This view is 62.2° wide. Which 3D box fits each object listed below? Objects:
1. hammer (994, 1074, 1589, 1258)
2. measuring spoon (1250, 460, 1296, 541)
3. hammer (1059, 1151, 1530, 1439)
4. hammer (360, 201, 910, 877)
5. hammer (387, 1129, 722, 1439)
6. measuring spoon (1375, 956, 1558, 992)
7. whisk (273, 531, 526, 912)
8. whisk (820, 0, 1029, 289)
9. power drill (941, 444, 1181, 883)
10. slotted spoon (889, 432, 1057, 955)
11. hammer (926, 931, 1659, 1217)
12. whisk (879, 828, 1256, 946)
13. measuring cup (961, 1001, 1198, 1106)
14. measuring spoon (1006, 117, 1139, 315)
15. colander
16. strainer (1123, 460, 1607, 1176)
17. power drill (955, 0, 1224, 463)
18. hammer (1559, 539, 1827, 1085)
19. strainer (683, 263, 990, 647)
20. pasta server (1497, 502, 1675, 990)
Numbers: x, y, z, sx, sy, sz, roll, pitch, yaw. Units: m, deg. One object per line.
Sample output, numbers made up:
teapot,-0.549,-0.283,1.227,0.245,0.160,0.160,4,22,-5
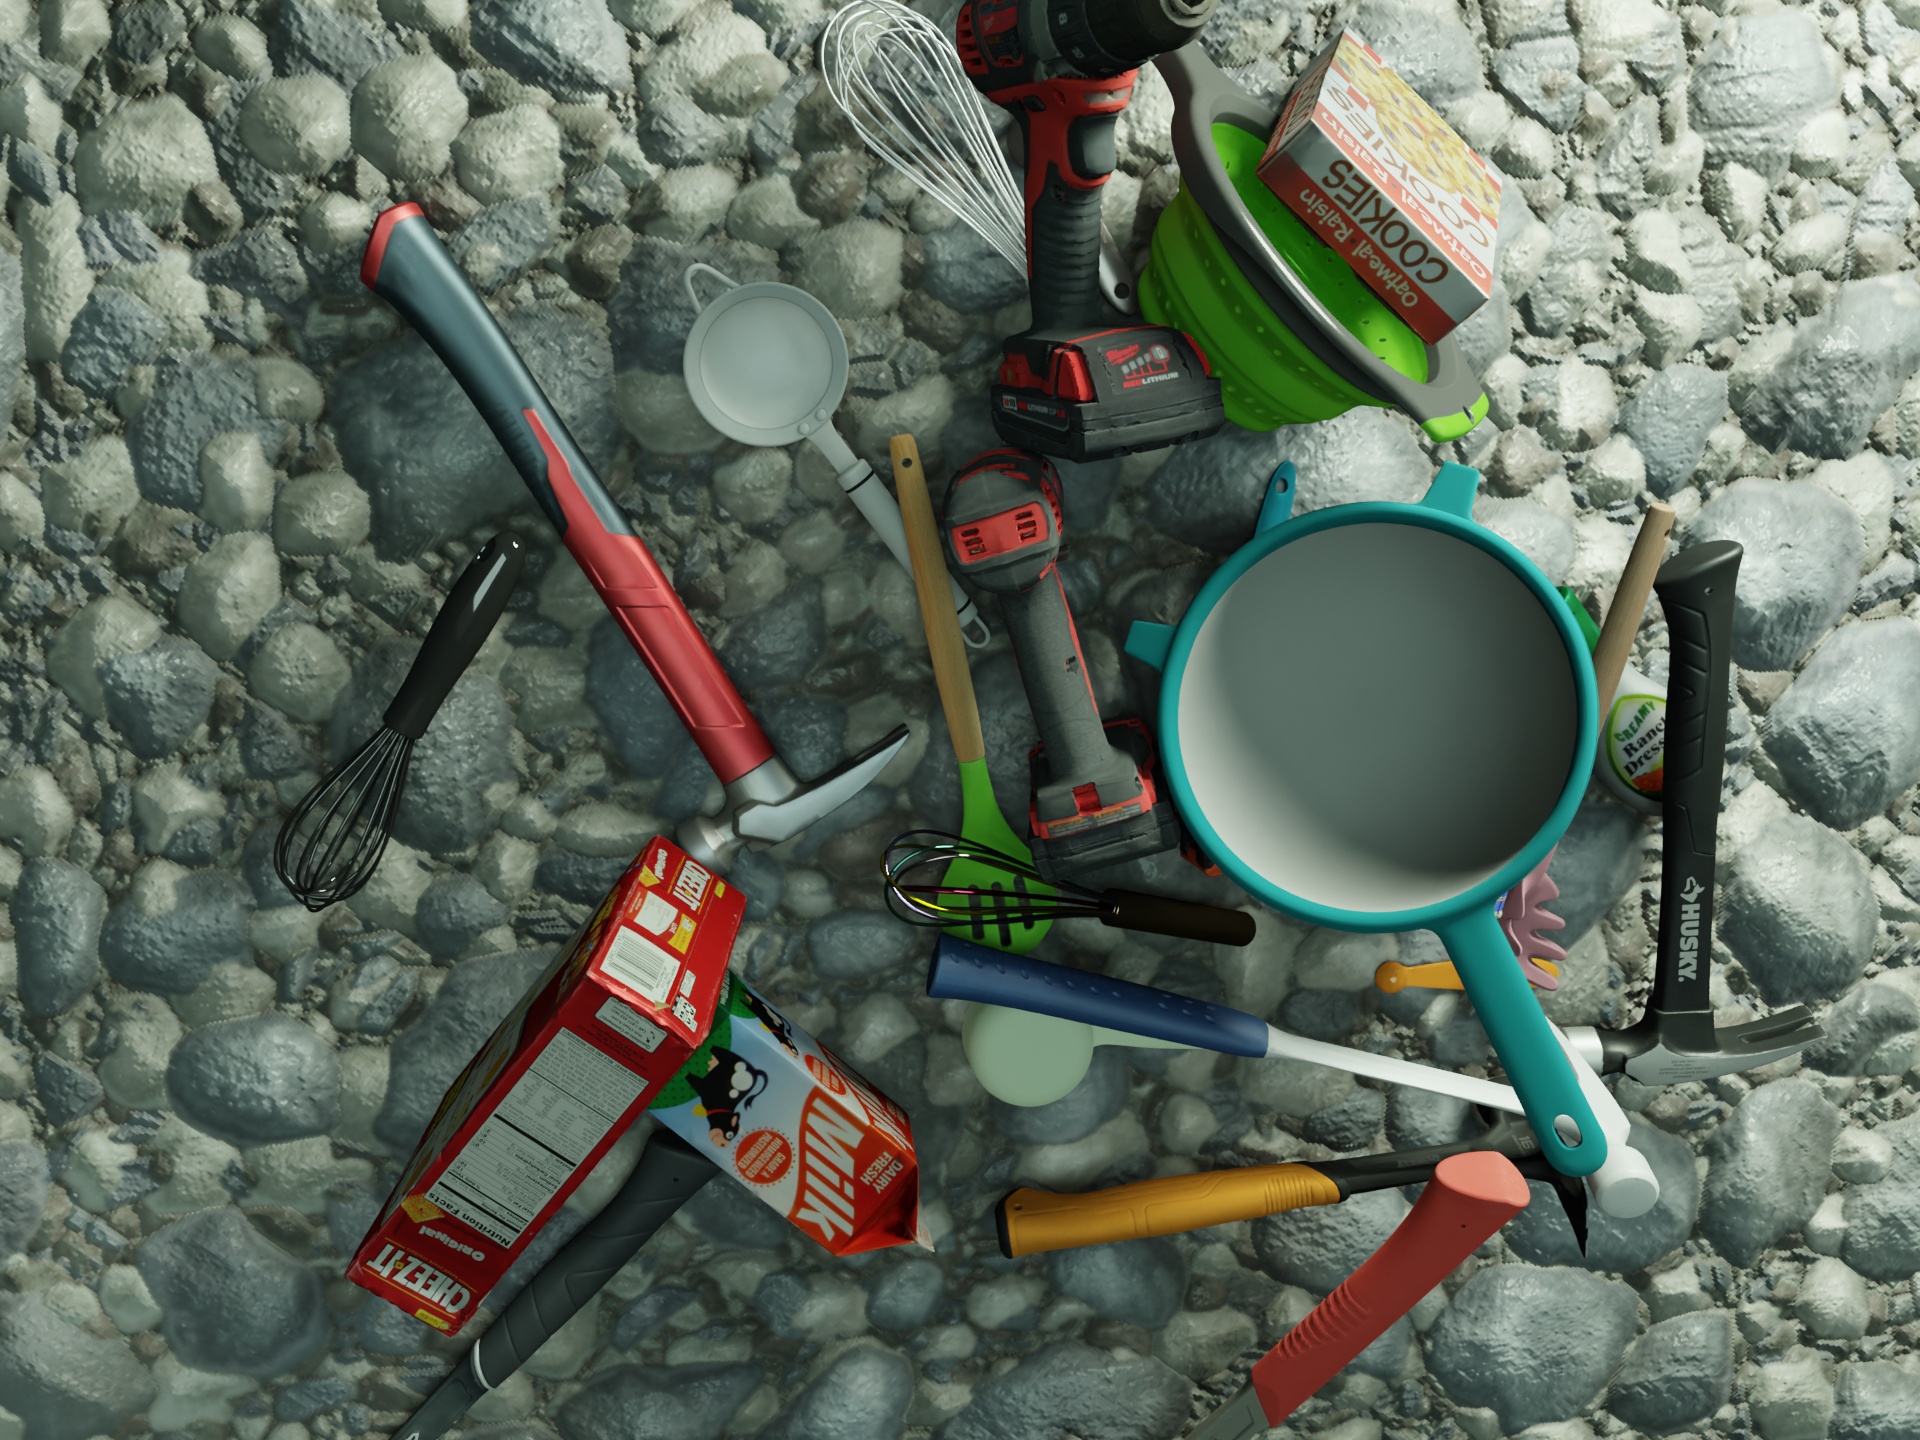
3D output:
hammer,0.188,0.280,0.932,0.337,0.127,0.034,-9,114,1
measuring spoon,0.165,-0.087,0.911,0.042,0.021,0.128,18,88,-29
hammer,0.204,0.375,0.916,0.149,0.037,0.359,31,118,-8
hammer,-0.180,-0.106,0.854,0.143,0.038,0.386,-32,102,-2
hammer,-0.287,0.394,0.929,0.149,0.036,0.409,44,92,-13
measuring spoon,0.310,0.156,0.968,0.117,0.011,0.021,-1,100,-7
whisk,-0.295,0.001,0.844,0.055,0.055,0.239,32,100,-11
whisk,0.027,-0.260,0.847,0.070,0.070,0.284,-40,107,1
power drill,0.048,-0.039,0.846,0.078,0.143,0.219,-16,107,9
slotted spoon,-0.001,-0.003,0.881,0.070,0.031,0.313,-13,106,-3
hammer,0.181,0.181,0.902,0.405,0.144,0.035,14,115,-4
whisk,0.065,0.104,0.888,0.244,0.047,0.051,12,93,-26
measuring cup,0.085,0.189,0.934,0.167,0.038,0.083,1,100,-5
measuring spoon,0.066,-0.276,0.863,0.034,0.018,0.124,-32,102,-1
colander,0.112,-0.285,0.829,0.094,0.204,0.397,-38,85,35
strainer,0.238,0.057,0.801,0.211,0.095,0.340,-27,79,19
power drill,0.066,-0.240,0.737,0.080,0.188,0.226,-15,110,-19
hammer,0.423,0.060,0.909,0.146,0.035,0.334,-4,111,8
strainer,-0.063,-0.139,0.862,0.087,0.050,0.258,-36,107,7
pasta server,0.349,0.032,0.894,0.060,0.040,0.316,-15,124,-42
